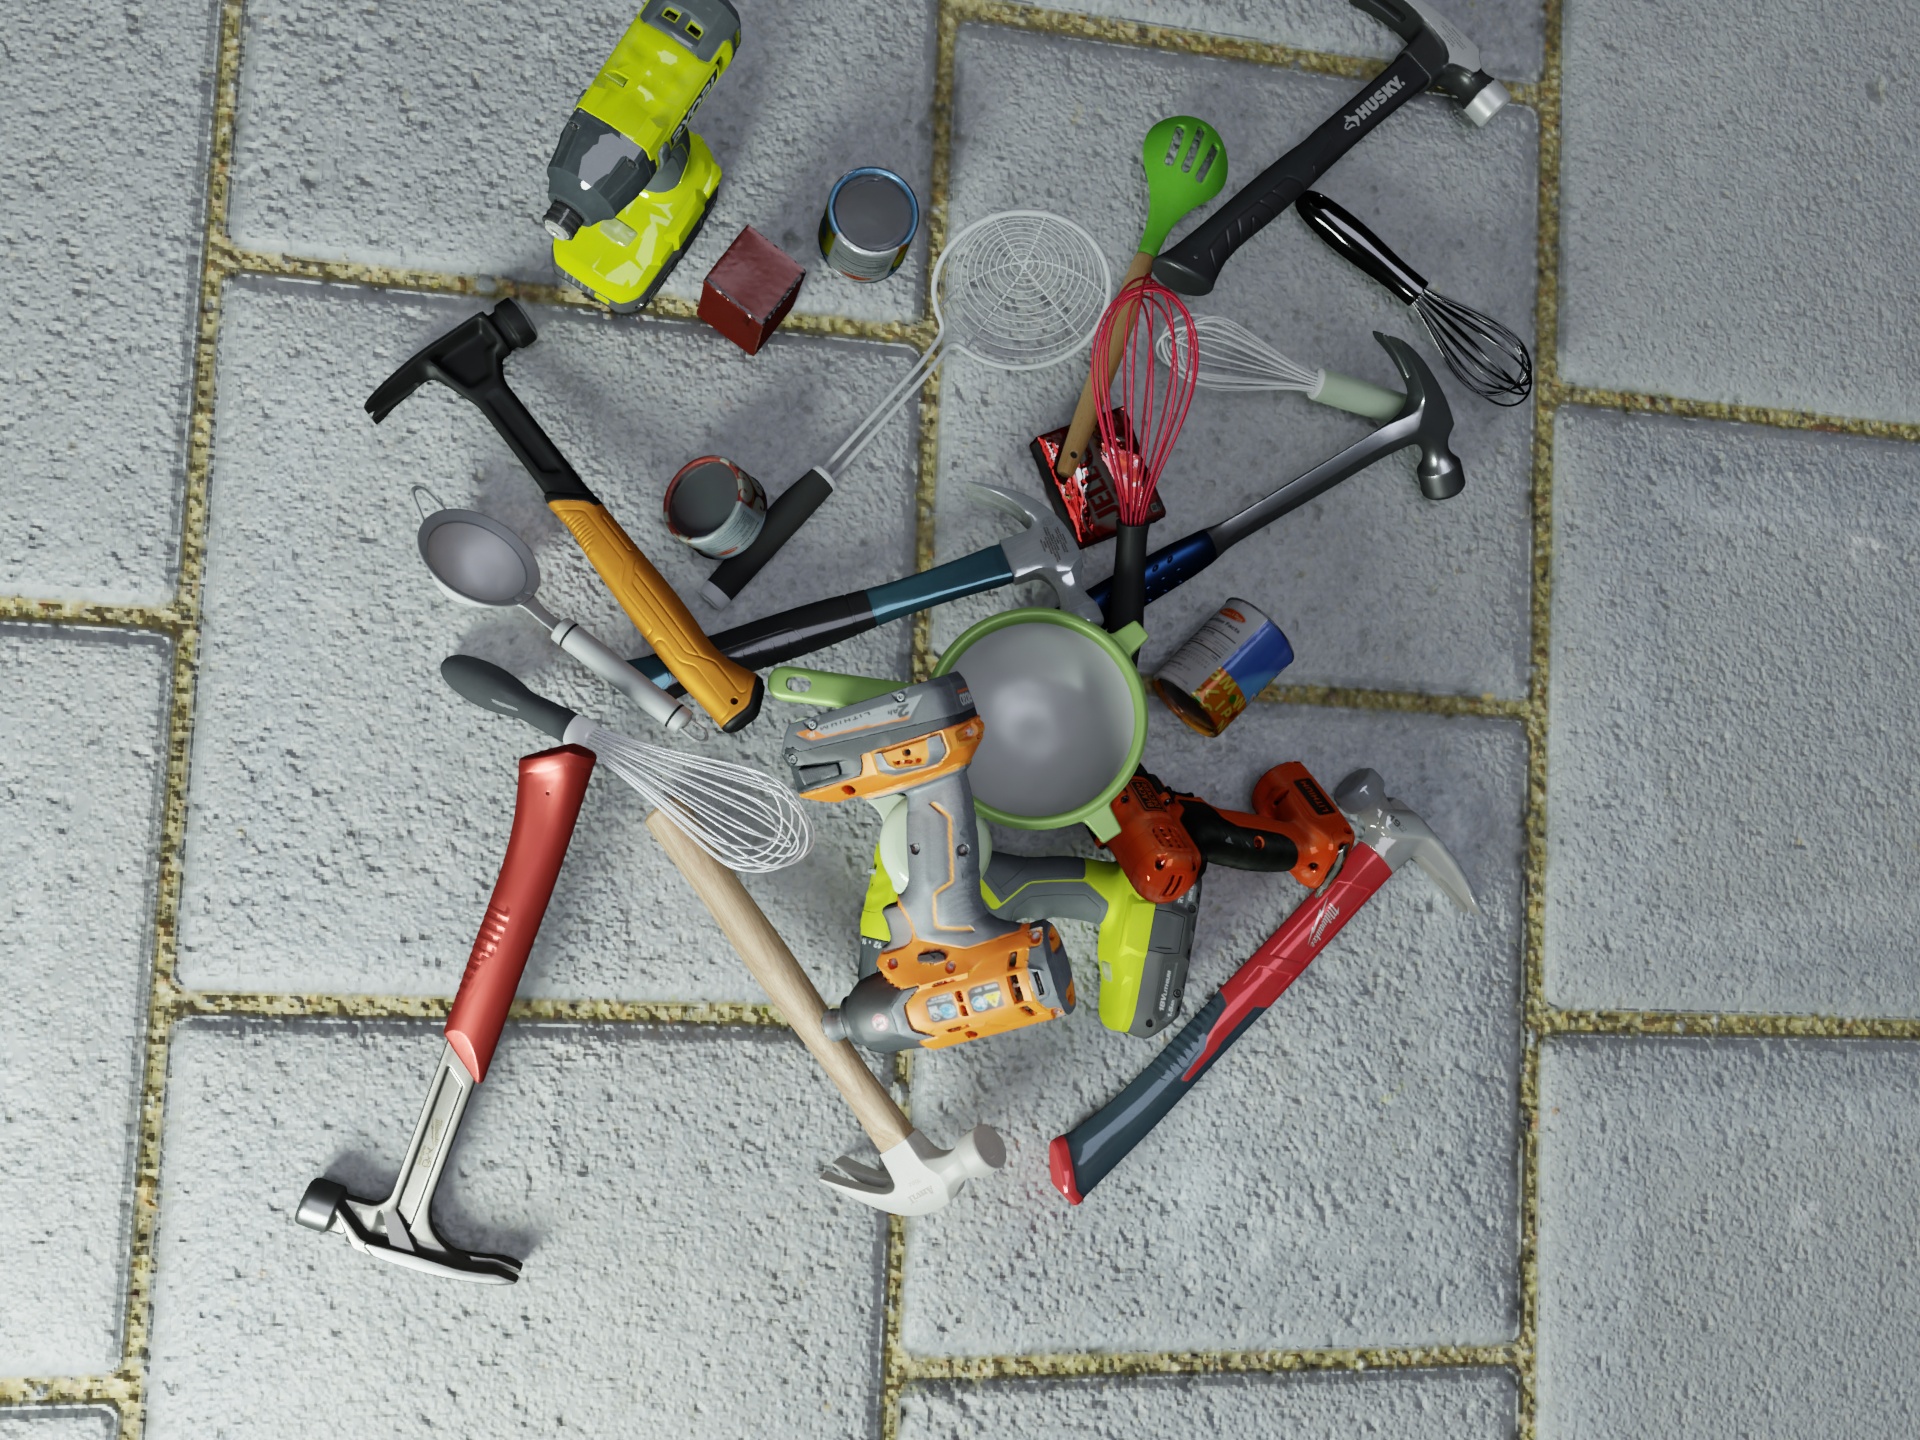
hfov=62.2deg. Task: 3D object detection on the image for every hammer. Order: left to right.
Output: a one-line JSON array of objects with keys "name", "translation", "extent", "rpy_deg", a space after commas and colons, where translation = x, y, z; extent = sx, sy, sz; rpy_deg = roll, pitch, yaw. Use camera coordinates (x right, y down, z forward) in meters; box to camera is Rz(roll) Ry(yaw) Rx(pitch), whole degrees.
[{"name": "hammer", "translation": [-0.303, 0.188, 1.038], "extent": [0.149, 0.037, 0.359], "rpy_deg": [20, 94, -9]}, {"name": "hammer", "translation": [-0.254, -0.124, 1.075], "extent": [0.127, 0.034, 0.337], "rpy_deg": [-38, 86, -12]}, {"name": "hammer", "translation": [-0.111, 0.194, 1.087], "extent": [0.130, 0.031, 0.331], "rpy_deg": [-39, 84, 32]}, {"name": "hammer", "translation": [-0.075, -0.073, 1.112], "extent": [0.331, 0.033, 0.128], "rpy_deg": [-19, 77, -5]}, {"name": "hammer", "translation": [0.191, -0.140, 1.173], "extent": [0.405, 0.035, 0.144], "rpy_deg": [-30, 121, -8]}, {"name": "hammer", "translation": [0.219, 0.217, 1.174], "extent": [0.386, 0.038, 0.143], "rpy_deg": [-44, 97, -11]}, {"name": "hammer", "translation": [0.265, -0.432, 1.202], "extent": [0.335, 0.035, 0.146], "rpy_deg": [-43, 90, -17]}]

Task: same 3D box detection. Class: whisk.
[{"name": "whisk", "translation": [-0.225, 0.023, 1.065], "extent": [0.284, 0.070, 0.070], "rpy_deg": [27, 82, 8]}, {"name": "whisk", "translation": [0.120, -0.155, 1.088], "extent": [0.073, 0.073, 0.295], "rpy_deg": [-4, 116, -12]}, {"name": "whisk", "translation": [0.263, -0.258, 1.209], "extent": [0.246, 0.059, 0.058], "rpy_deg": [13, 67, -16]}, {"name": "whisk", "translation": [0.351, -0.329, 1.233], "extent": [0.239, 0.055, 0.055], "rpy_deg": [39, 80, -3]}]

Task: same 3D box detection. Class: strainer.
[{"name": "strainer", "translation": [-0.274, -0.063, 1.071], "extent": [0.258, 0.087, 0.050], "rpy_deg": [37, 125, 2]}, {"name": "strainer", "translation": [-0.002, -0.003, 1.085], "extent": [0.256, 0.069, 0.151], "rpy_deg": [8, 78, 5]}]

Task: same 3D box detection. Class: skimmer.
[{"name": "skimmer", "translation": [-0.043, -0.210, 1.118], "extent": [0.363, 0.090, 0.127], "rpy_deg": [-49, 126, -8]}]

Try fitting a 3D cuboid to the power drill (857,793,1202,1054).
[{"name": "power drill", "translation": [0.041, 0.153, 1.123], "extent": [0.228, 0.080, 0.190], "rpy_deg": [12, 83, -8]}]

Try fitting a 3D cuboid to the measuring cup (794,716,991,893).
[{"name": "measuring cup", "translation": [-0.051, 0.053, 1.070], "extent": [0.167, 0.038, 0.083], "rpy_deg": [42, 85, 5]}]

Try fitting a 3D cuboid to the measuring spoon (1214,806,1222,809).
[{"name": "measuring spoon", "translation": [0.167, 0.069, 1.188], "extent": [0.117, 0.011, 0.021], "rpy_deg": [16, 84, -14]}]

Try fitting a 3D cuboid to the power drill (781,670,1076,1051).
[{"name": "power drill", "translation": [-0.036, 0.098, 1.007], "extent": [0.164, 0.084, 0.226], "rpy_deg": [-17, 92, 11]}]

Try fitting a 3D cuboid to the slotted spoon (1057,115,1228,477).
[{"name": "slotted spoon", "translation": [0.131, -0.319, 1.176], "extent": [0.070, 0.031, 0.314], "rpy_deg": [23, 77, -10]}]

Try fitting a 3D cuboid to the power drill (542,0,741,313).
[{"name": "power drill", "translation": [-0.212, -0.353, 1.024], "extent": [0.080, 0.223, 0.171], "rpy_deg": [32, 81, -8]}]
